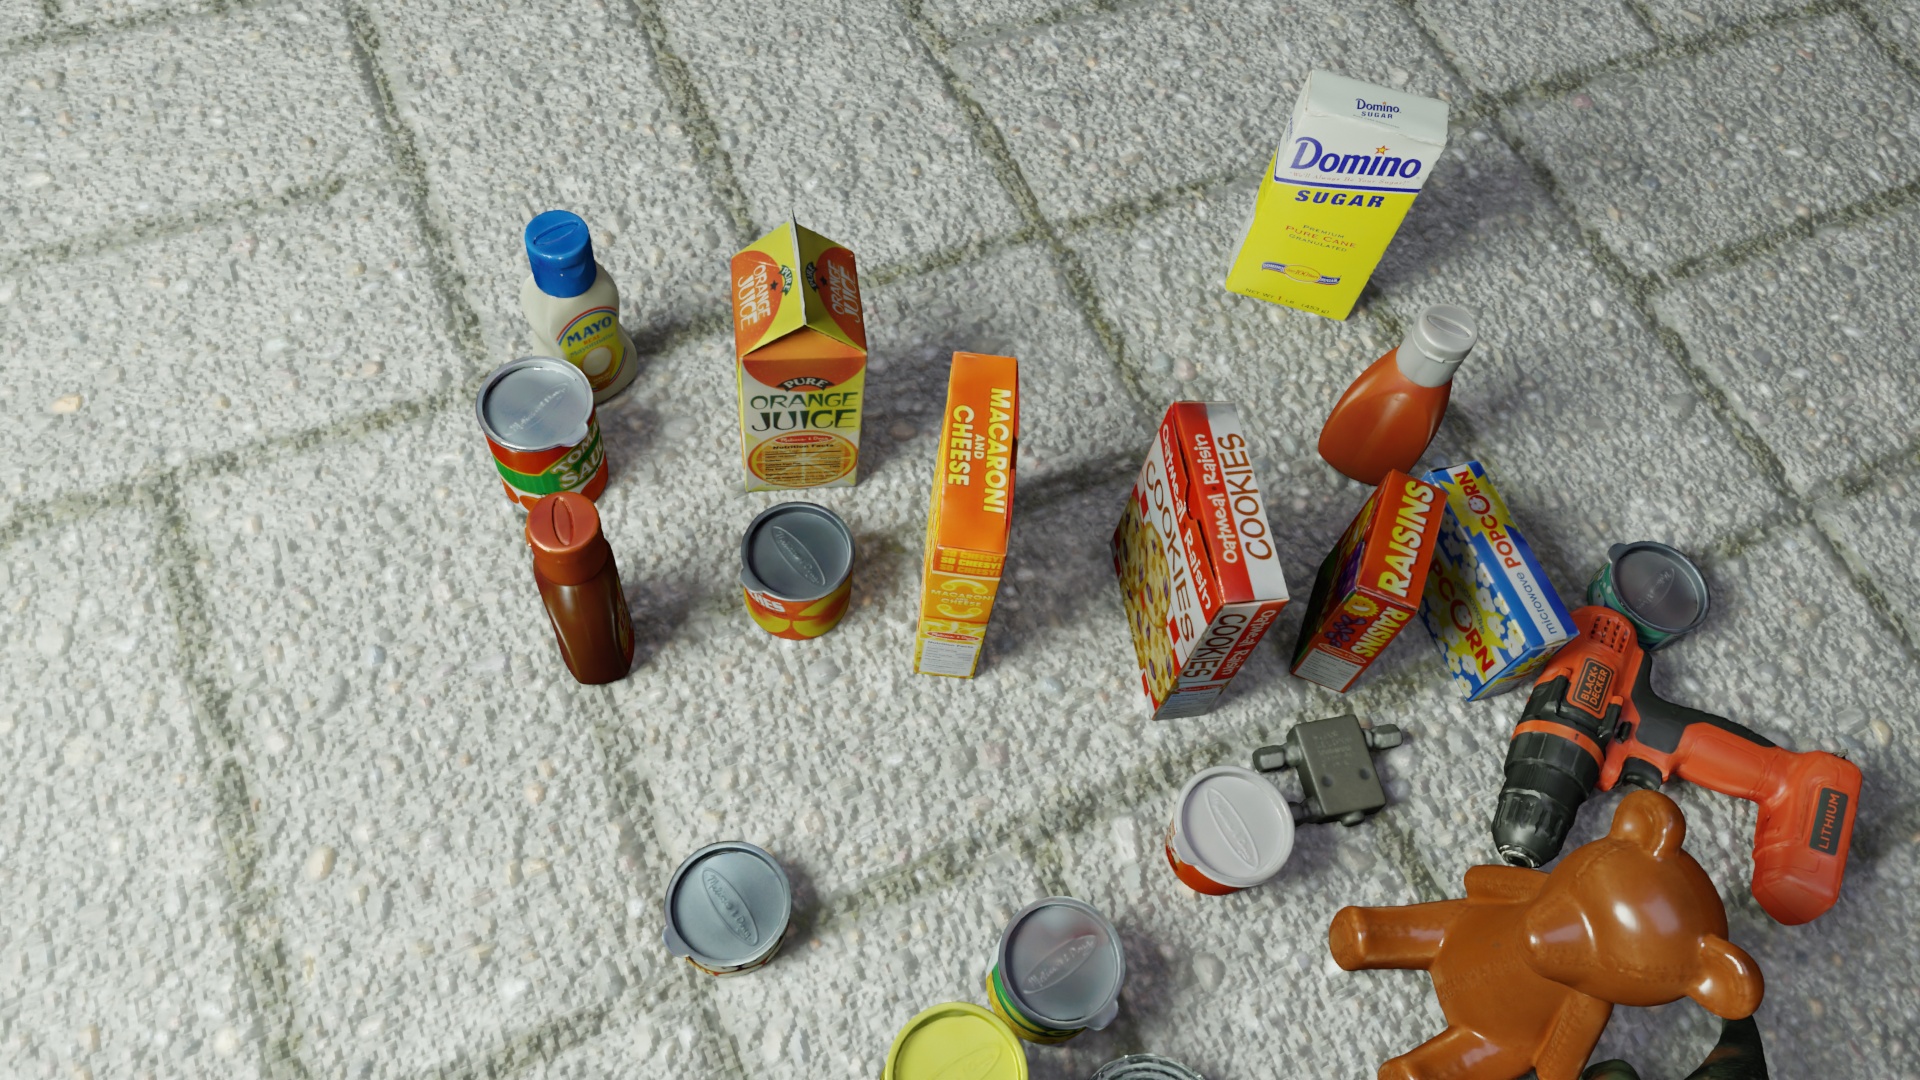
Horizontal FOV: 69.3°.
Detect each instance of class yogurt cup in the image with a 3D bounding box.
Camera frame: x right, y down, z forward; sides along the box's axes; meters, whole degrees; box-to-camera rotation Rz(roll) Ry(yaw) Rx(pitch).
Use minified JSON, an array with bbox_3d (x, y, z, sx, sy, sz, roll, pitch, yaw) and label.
[{"bbox_3d":[0.148,0.167,0.781,0.072,0.053,0.073,3,62,-5],"label":"yogurt cup"}]

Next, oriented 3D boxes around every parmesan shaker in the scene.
[{"bbox_3d":[-0.005,0.271,0.678,0.071,0.102,0.071,3,62,-5],"label":"parmesan shaker"}]

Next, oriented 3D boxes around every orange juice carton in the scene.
[{"bbox_3d":[-0.096,-0.107,0.820,0.073,0.191,0.072,-4,63,-9],"label":"orange juice carton"}]

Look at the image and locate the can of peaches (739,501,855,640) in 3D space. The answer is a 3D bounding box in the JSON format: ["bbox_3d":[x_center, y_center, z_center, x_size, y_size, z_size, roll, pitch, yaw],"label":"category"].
[{"bbox_3d":[-0.099,0.020,0.828,0.071,0.057,0.071,3,62,-5],"label":"can of peaches"}]

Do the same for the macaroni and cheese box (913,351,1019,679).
[{"bbox_3d":[0.003,-0.010,0.795,0.040,0.165,0.124,6,62,-3],"label":"macaroni and cheese box"}]

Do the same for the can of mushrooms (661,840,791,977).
[{"bbox_3d":[-0.126,0.198,0.742,0.071,0.033,0.071,3,62,-5],"label":"can of mushrooms"}]

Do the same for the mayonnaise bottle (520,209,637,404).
[{"bbox_3d":[-0.235,-0.138,0.845,0.065,0.147,0.041,-33,70,-21],"label":"mayonnaise bottle"}]

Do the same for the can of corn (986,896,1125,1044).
[{"bbox_3d":[0.050,0.230,0.733,0.071,0.058,0.071,3,62,-5],"label":"can of corn"}]

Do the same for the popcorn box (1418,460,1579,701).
[{"bbox_3d":[0.317,0.026,0.860,0.038,0.084,0.127,-15,65,-14],"label":"popcorn box"}]

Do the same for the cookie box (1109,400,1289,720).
[{"bbox_3d":[0.131,0.016,0.796,0.040,0.166,0.123,-5,63,-9],"label":"cookie box"}]

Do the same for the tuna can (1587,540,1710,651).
[{"bbox_3d":[0.443,0.035,0.900,0.071,0.032,0.071,3,62,-5],"label":"tuna can"}]

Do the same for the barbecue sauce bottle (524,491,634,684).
[{"bbox_3d":[-0.208,0.025,0.761,0.044,0.147,0.065,-11,64,-12],"label":"barbecue sauce bottle"}]

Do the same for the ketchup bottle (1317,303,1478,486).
[{"bbox_3d":[0.280,-0.091,0.882,0.065,0.148,0.044,25,62,7],"label":"ketchup bottle"}]

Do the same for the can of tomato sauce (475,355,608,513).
[{"bbox_3d":[-0.249,-0.060,0.839,0.071,0.082,0.071,3,62,-5],"label":"can of tomato sauce"}]

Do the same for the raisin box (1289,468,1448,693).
[{"bbox_3d":[0.241,0.026,0.829,0.040,0.122,0.086,23,62,5],"label":"raisin box"}]
